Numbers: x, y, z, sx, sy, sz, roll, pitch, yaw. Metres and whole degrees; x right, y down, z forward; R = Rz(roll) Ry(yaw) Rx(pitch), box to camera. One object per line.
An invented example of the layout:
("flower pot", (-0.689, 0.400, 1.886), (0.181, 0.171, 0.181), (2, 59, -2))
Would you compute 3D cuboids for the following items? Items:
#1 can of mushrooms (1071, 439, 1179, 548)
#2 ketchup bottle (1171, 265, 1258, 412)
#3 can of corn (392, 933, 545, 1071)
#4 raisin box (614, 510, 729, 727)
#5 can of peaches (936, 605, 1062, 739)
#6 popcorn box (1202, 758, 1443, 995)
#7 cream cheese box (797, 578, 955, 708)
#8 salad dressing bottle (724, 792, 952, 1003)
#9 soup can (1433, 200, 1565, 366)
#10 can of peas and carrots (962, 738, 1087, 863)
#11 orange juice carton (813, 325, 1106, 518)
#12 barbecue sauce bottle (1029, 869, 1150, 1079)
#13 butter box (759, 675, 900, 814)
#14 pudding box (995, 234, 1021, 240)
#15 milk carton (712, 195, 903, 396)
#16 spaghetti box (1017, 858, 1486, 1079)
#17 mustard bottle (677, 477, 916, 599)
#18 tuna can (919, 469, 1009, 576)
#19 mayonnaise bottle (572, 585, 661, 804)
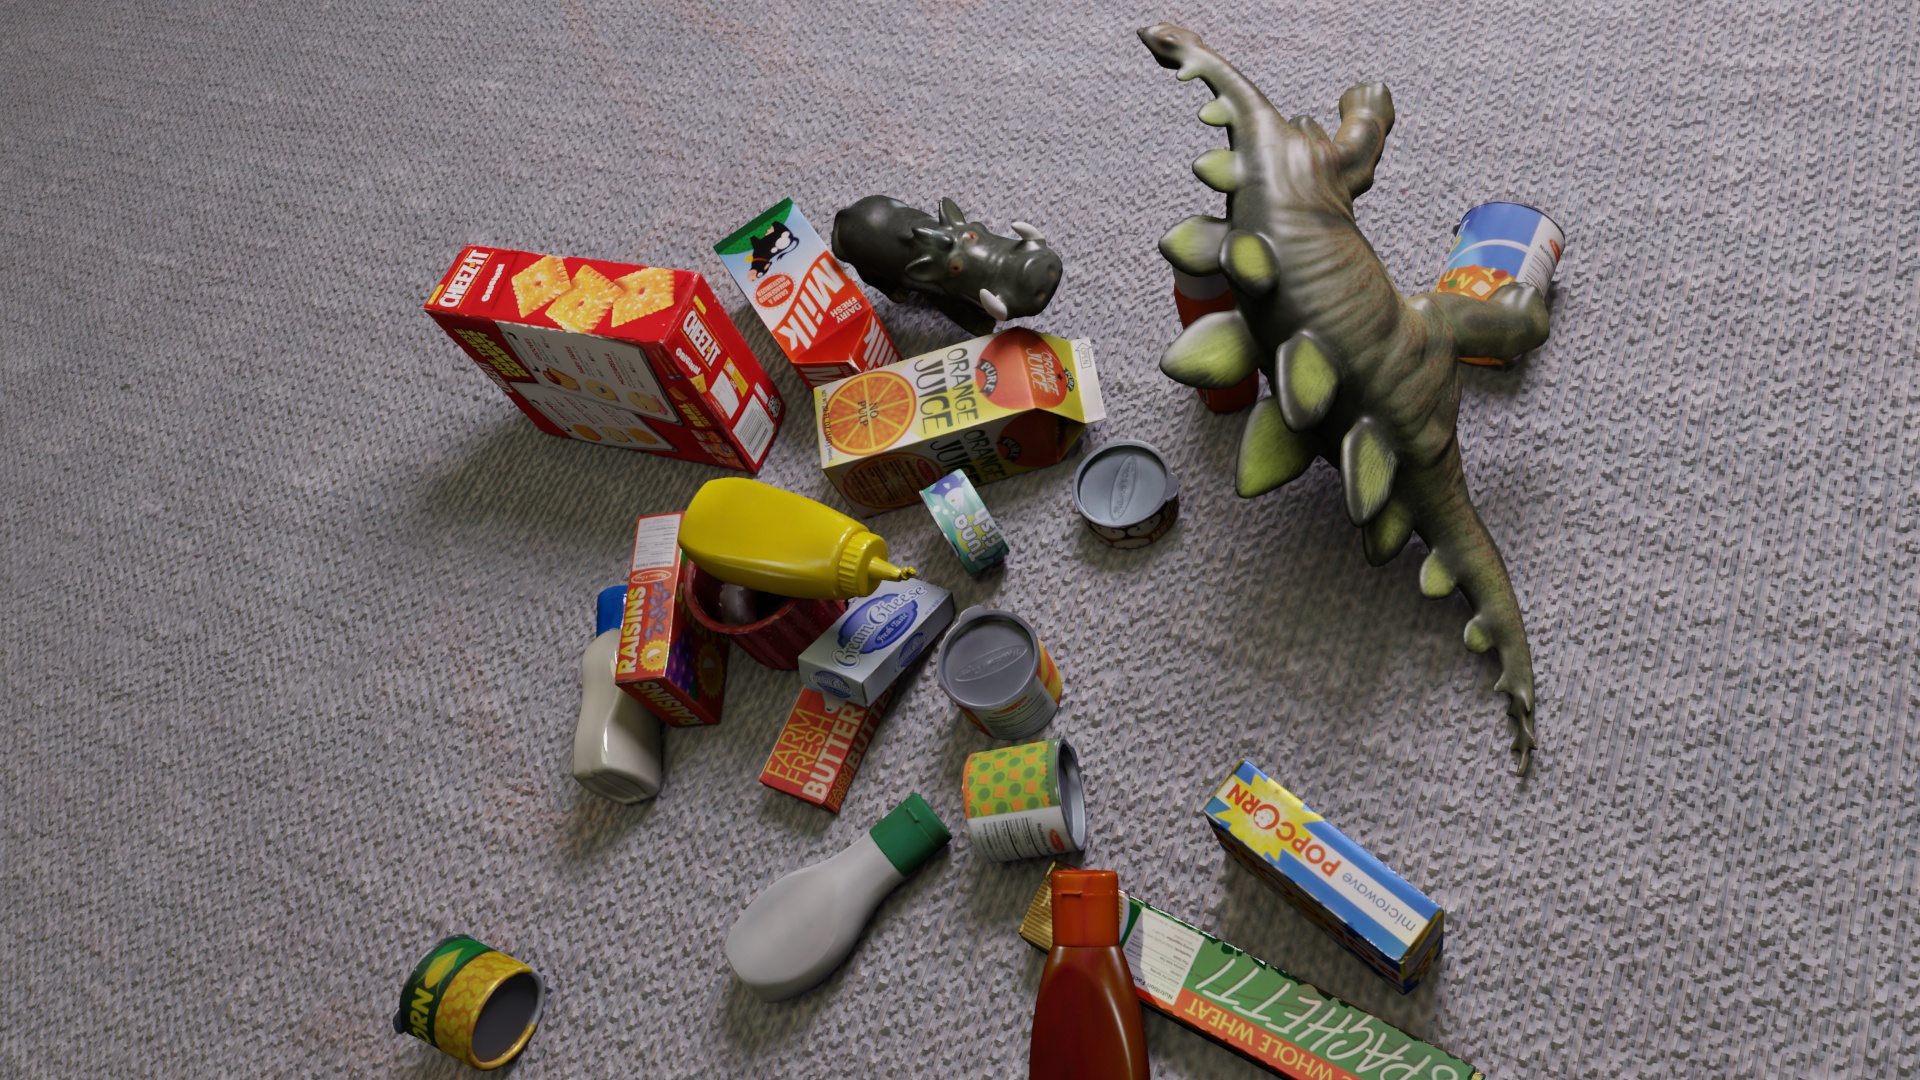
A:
("can of mushrooms", (0.111, -0.030, 0.914), (0.071, 0.033, 0.071), (-9, 59, 15))
("ketchup bottle", (0.162, -0.146, 0.892), (0.043, 0.148, 0.065), (-14, 59, 11))
("can of corn", (-0.303, 0.288, 0.861), (0.058, 0.071, 0.071), (15, 68, 25))
("raisin box", (-0.191, 0.054, 0.942), (0.040, 0.086, 0.124), (-7, 60, 14))
("can of peaches", (0.025, 0.083, 0.867), (0.071, 0.058, 0.071), (-9, 60, 16))
("popcorn box", (0.193, 0.179, 0.737), (0.127, 0.085, 0.038), (37, 80, 31))
("cream cheese box", (-0.053, 0.063, 0.900), (0.053, 0.024, 0.104), (17, 41, 28))
("salad dressing bottle", (-0.072, 0.213, 0.837), (0.148, 0.044, 0.064), (-39, 55, -6))
("soup can", (0.338, -0.164, 0.890), (0.071, 0.071, 0.084), (18, 70, 27))
("can of peas and carrots", (0.039, 0.152, 0.819), (0.058, 0.070, 0.071), (-12, 59, 14))
("orange juice carton", (0.003, -0.086, 0.960), (0.192, 0.072, 0.072), (-16, 58, 10))
("barbecue sauce bottle", (0.068, 0.252, 0.739), (0.065, 0.043, 0.148), (-6, 79, 28))
("butter box", (-0.085, 0.121, 0.904), (0.053, 0.024, 0.104), (14, 67, 26))
("pudding box", (0.007, -0.209, 1.053), (0.084, 0.030, 0.050), (18, 71, 27))
("milk carton", (-0.106, -0.166, 1.043), (0.073, 0.072, 0.191), (-34, 57, -1))
("spaghetti box", (0.149, 0.249, 0.747), (0.250, 0.028, 0.050), (21, 71, 28))
("mustard bottle", (-0.097, 0.006, 0.858), (0.160, 0.048, 0.065), (15, 69, 25))
("tuna can", (0.003, -0.012, 0.920), (0.033, 0.071, 0.071), (-31, 57, 1))
("mayonnaise bottle", (-0.232, 0.101, 0.946), (0.041, 0.064, 0.149), (-21, 53, 17))
